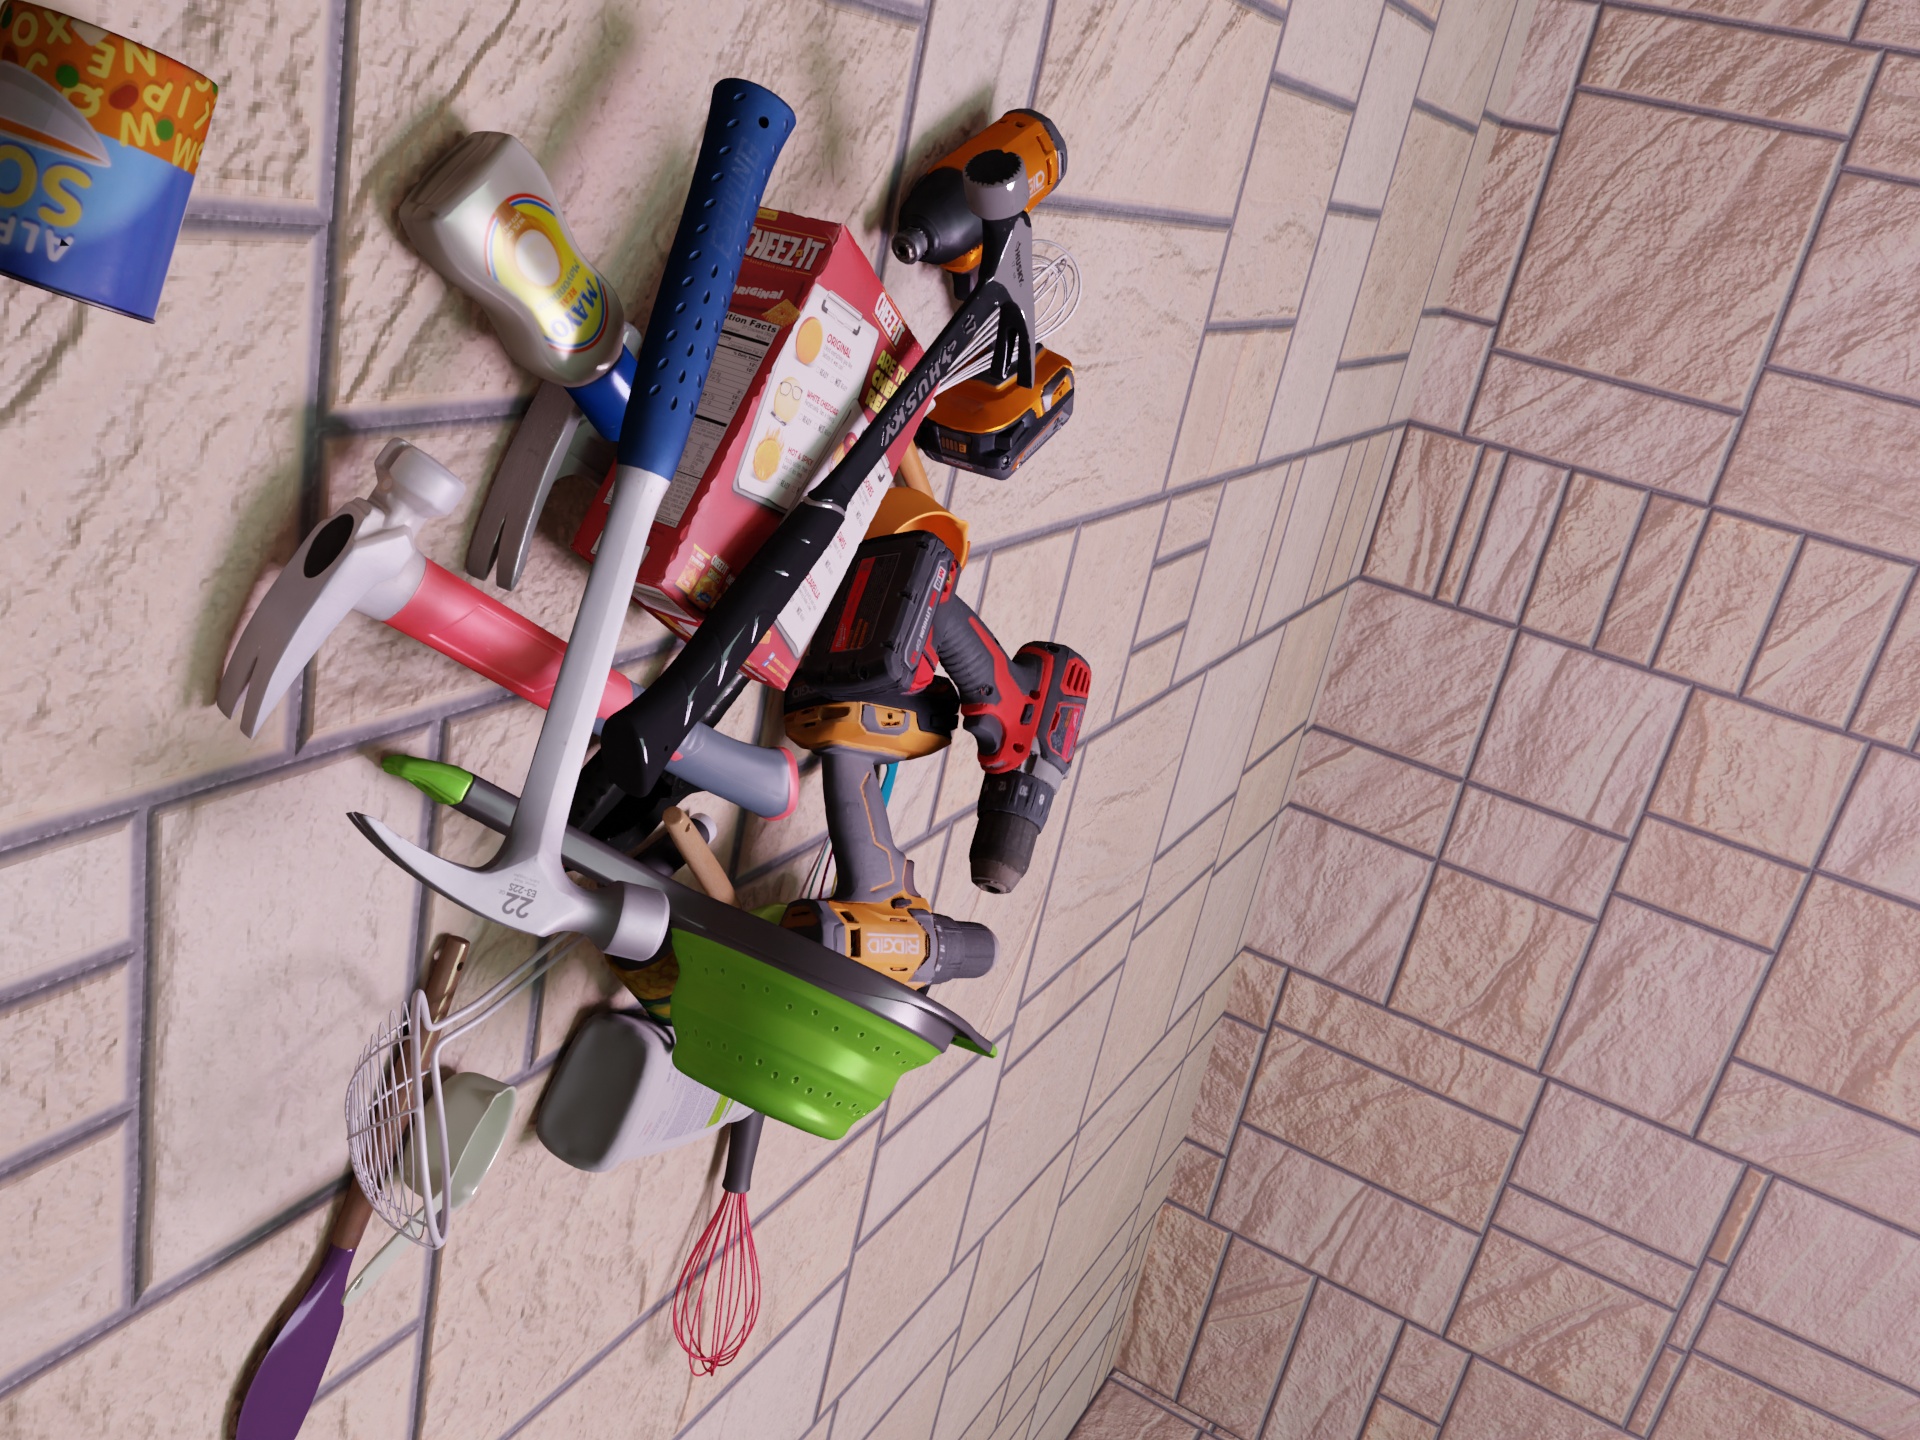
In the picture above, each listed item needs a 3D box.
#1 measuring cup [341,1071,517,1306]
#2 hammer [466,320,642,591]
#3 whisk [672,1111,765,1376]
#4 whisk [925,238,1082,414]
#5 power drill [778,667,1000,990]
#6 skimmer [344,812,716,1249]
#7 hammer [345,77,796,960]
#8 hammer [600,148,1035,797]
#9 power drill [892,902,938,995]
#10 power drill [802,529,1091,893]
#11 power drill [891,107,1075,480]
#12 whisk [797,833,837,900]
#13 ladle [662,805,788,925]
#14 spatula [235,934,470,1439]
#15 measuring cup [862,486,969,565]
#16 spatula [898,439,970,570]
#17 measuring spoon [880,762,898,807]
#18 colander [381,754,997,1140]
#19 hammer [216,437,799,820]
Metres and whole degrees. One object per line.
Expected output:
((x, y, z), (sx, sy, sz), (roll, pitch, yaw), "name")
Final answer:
((-0.304, 0.257, 0.880), (0.168, 0.038, 0.083), (-55, 166, -63), "measuring cup")
((-0.151, -0.102, 0.952), (0.149, 0.037, 0.358), (-67, 157, -4), "hammer")
((-0.187, 0.399, 1.300), (0.073, 0.073, 0.296), (-8, 111, -65), "whisk")
((-0.019, -0.219, 1.034), (0.246, 0.059, 0.058), (-42, -168, 2), "whisk")
((-0.045, 0.082, 1.132), (0.185, 0.084, 0.226), (11, 73, -44), "power drill")
((-0.219, 0.149, 0.913), (0.363, 0.090, 0.127), (-44, 140, -56), "skimmer")
((-0.152, -0.104, 0.723), (0.144, 0.035, 0.405), (20, 79, -30), "hammer")
((-0.063, -0.124, 0.853), (0.409, 0.036, 0.149), (-57, 154, -26), "hammer")
((-0.080, 0.221, 1.277), (0.171, 0.080, 0.223), (-64, -179, -12), "power drill")
((-0.002, -0.003, 1.083), (0.226, 0.080, 0.188), (38, 59, -41), "power drill")
((0.013, -0.285, 1.106), (0.164, 0.084, 0.226), (-47, 146, -36), "power drill")
((-0.081, 0.071, 1.179), (0.047, 0.051, 0.245), (52, 43, -60), "whisk")
((-0.148, 0.124, 1.072), (0.320, 0.062, 0.078), (82, 28, -66), "ladle")
((-0.336, 0.268, 0.887), (0.316, 0.018, 0.059), (-69, 158, 1), "spatula")
((-0.034, -0.102, 1.163), (0.095, 0.052, 0.173), (-41, 148, -8), "measuring cup")
((-0.038, -0.172, 1.165), (0.081, 0.041, 0.322), (-58, 151, -21), "spatula")
((-0.067, 0.046, 1.309), (0.042, 0.021, 0.128), (-40, 153, -51), "measuring spoon")
((-0.157, 0.143, 0.883), (0.396, 0.205, 0.094), (34, 73, -33), "colander")
((-0.202, 0.000, 0.839), (0.143, 0.038, 0.386), (-55, 149, -2), "hammer")
